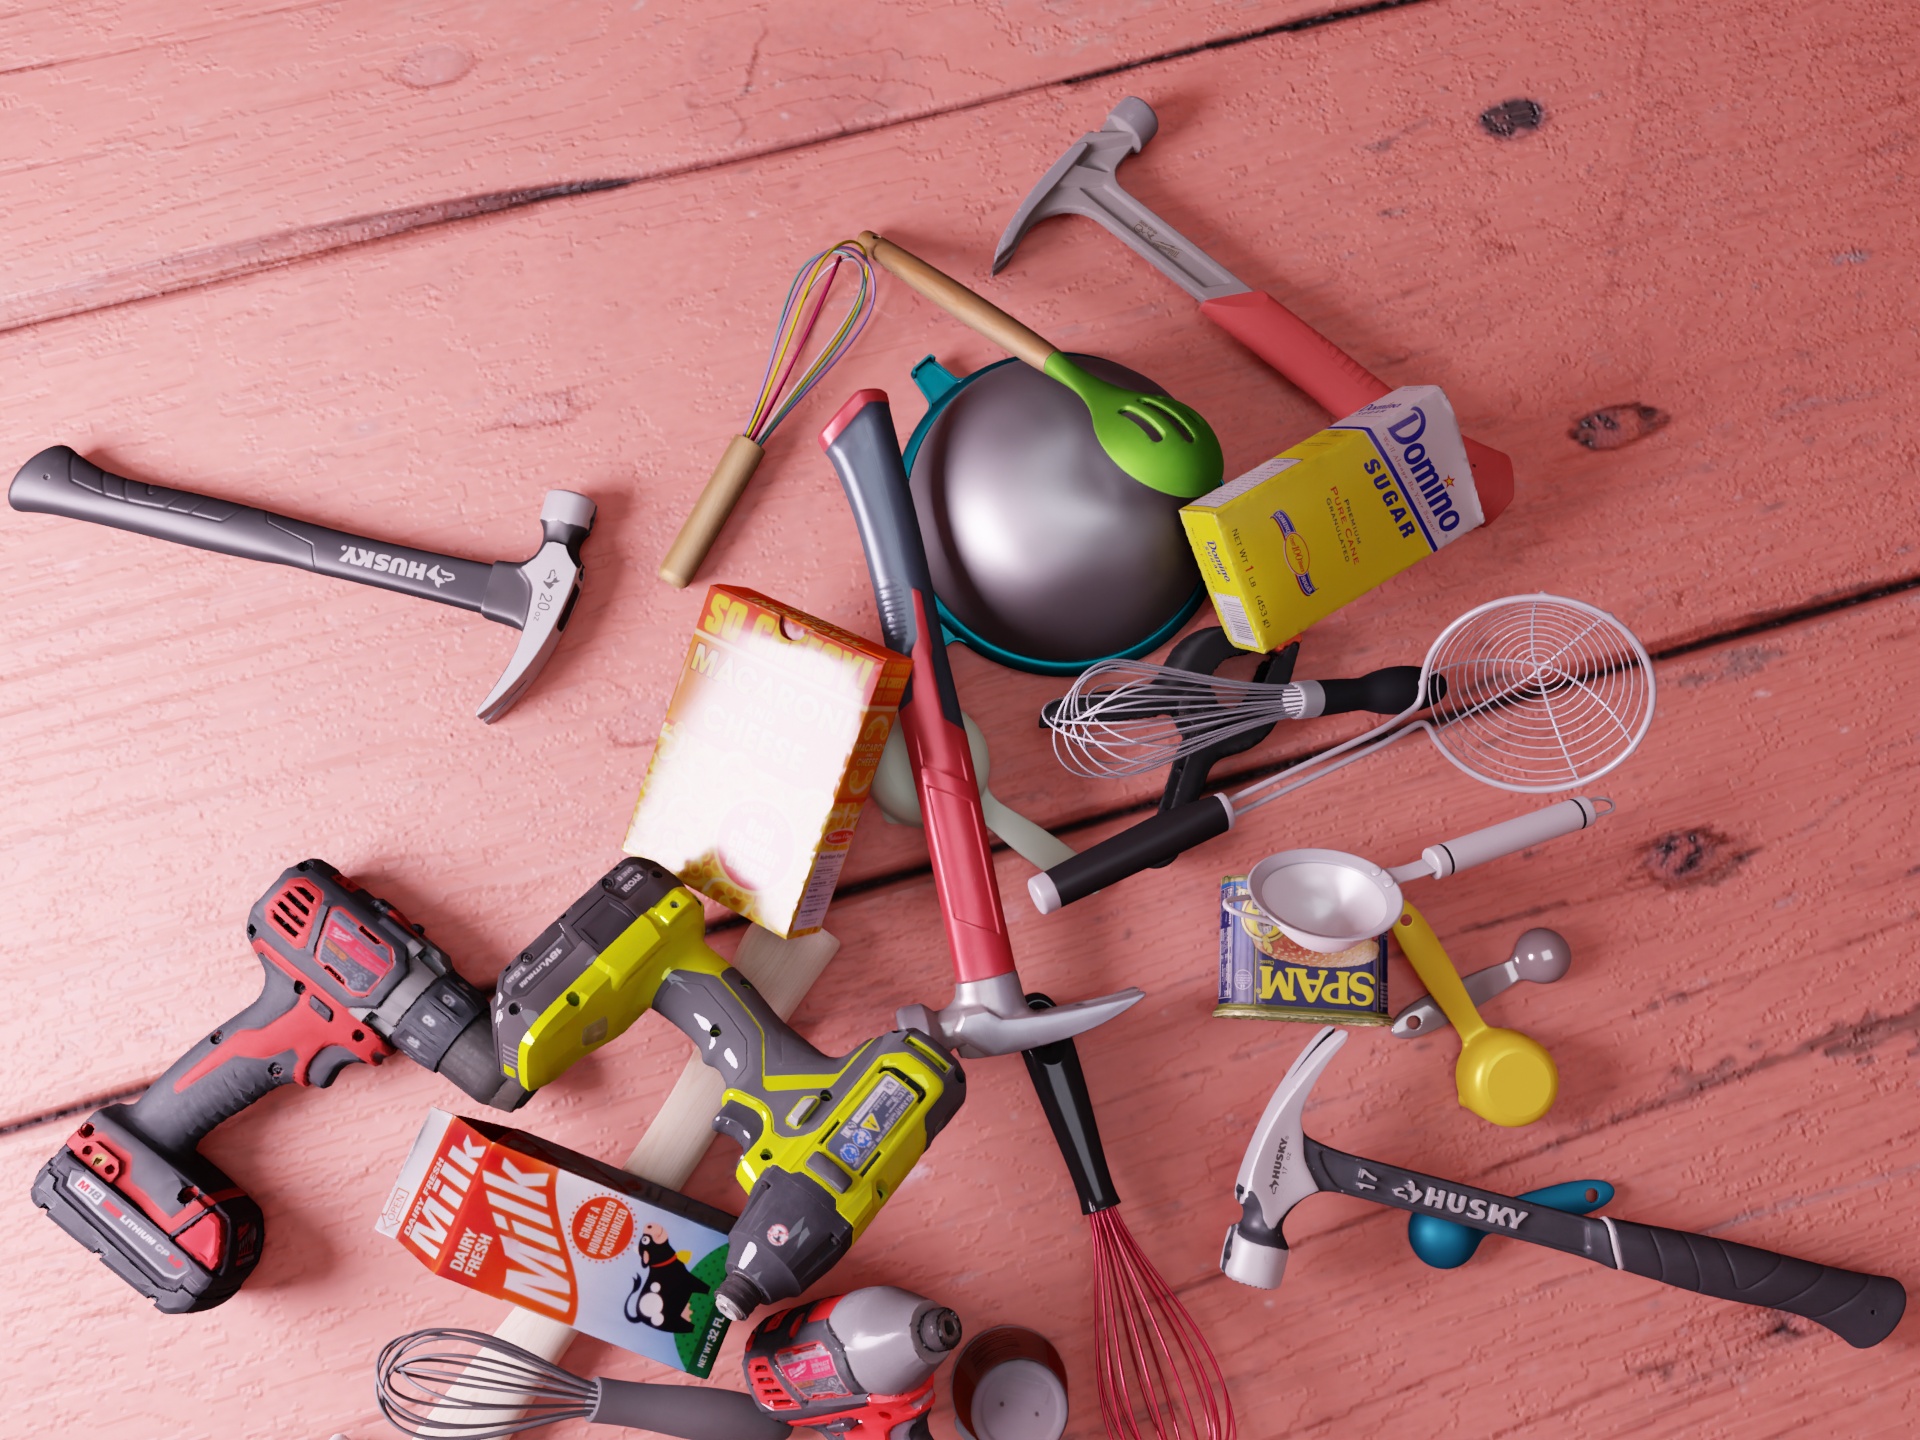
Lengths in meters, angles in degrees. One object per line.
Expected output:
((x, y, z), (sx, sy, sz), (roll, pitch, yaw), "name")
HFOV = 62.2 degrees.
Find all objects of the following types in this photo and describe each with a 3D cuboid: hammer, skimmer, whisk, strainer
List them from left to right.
((-0.397, -0.100, 0.950), (0.334, 0.035, 0.146), (13, 79, -2), "hammer")
((-0.193, 0.361, 0.841), (0.238, 0.055, 0.055), (21, 78, -28), "whisk")
((-0.189, 0.293, 0.898), (0.146, 0.038, 0.411), (34, 80, 1), "hammer")
((-0.122, -0.192, 0.981), (0.051, 0.047, 0.245), (28, 83, 0), "whisk")
((-0.001, -0.003, 0.916), (0.143, 0.038, 0.386), (-12, 88, -7), "hammer")
((0.087, 0.298, 0.908), (0.073, 0.073, 0.296), (-17, 76, -7), "whisk")
((0.129, -0.136, 0.962), (0.340, 0.095, 0.211), (1, 80, -3), "strainer")
((0.175, -0.010, 0.933), (0.284, 0.070, 0.070), (-6, 80, -27), "whisk")
((0.196, -0.239, 1.014), (0.359, 0.036, 0.149), (39, 80, 3), "hammer")
((0.214, 0.035, 0.893), (0.363, 0.090, 0.127), (-23, 112, -12), "skimmer")
((0.267, 0.086, 0.910), (0.258, 0.087, 0.050), (-17, 124, -14), "strainer")
((0.358, 0.292, 0.918), (0.409, 0.036, 0.149), (16, 85, -7), "hammer")

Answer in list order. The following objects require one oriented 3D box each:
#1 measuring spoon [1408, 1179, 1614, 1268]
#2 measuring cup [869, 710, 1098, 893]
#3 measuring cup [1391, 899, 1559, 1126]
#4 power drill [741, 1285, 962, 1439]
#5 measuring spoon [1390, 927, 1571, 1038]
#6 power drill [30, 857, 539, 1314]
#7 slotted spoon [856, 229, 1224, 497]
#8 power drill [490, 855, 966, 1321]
((0.329, 0.293, 0.940), (0.128, 0.021, 0.042), (-13, 82, -4), "measuring spoon")
((0.017, 0.051, 0.950), (0.167, 0.038, 0.083), (35, 80, 4), "measuring cup")
((0.301, 0.173, 0.944), (0.062, 0.029, 0.156), (-33, 94, -3), "measuring cup")
((-0.021, 0.408, 0.841), (0.143, 0.078, 0.220), (-30, 81, 37), "power drill")
((0.317, 0.162, 0.964), (0.124, 0.018, 0.034), (-25, 83, -7), "measuring spoon")
((-0.363, 0.214, 0.881), (0.188, 0.080, 0.227), (38, 77, 2), "power drill")
((0.036, -0.222, 0.935), (0.070, 0.031, 0.314), (-26, 51, -31), "slotted spoon")
((-0.131, 0.189, 0.835), (0.223, 0.080, 0.171), (35, 53, 13), "power drill")
